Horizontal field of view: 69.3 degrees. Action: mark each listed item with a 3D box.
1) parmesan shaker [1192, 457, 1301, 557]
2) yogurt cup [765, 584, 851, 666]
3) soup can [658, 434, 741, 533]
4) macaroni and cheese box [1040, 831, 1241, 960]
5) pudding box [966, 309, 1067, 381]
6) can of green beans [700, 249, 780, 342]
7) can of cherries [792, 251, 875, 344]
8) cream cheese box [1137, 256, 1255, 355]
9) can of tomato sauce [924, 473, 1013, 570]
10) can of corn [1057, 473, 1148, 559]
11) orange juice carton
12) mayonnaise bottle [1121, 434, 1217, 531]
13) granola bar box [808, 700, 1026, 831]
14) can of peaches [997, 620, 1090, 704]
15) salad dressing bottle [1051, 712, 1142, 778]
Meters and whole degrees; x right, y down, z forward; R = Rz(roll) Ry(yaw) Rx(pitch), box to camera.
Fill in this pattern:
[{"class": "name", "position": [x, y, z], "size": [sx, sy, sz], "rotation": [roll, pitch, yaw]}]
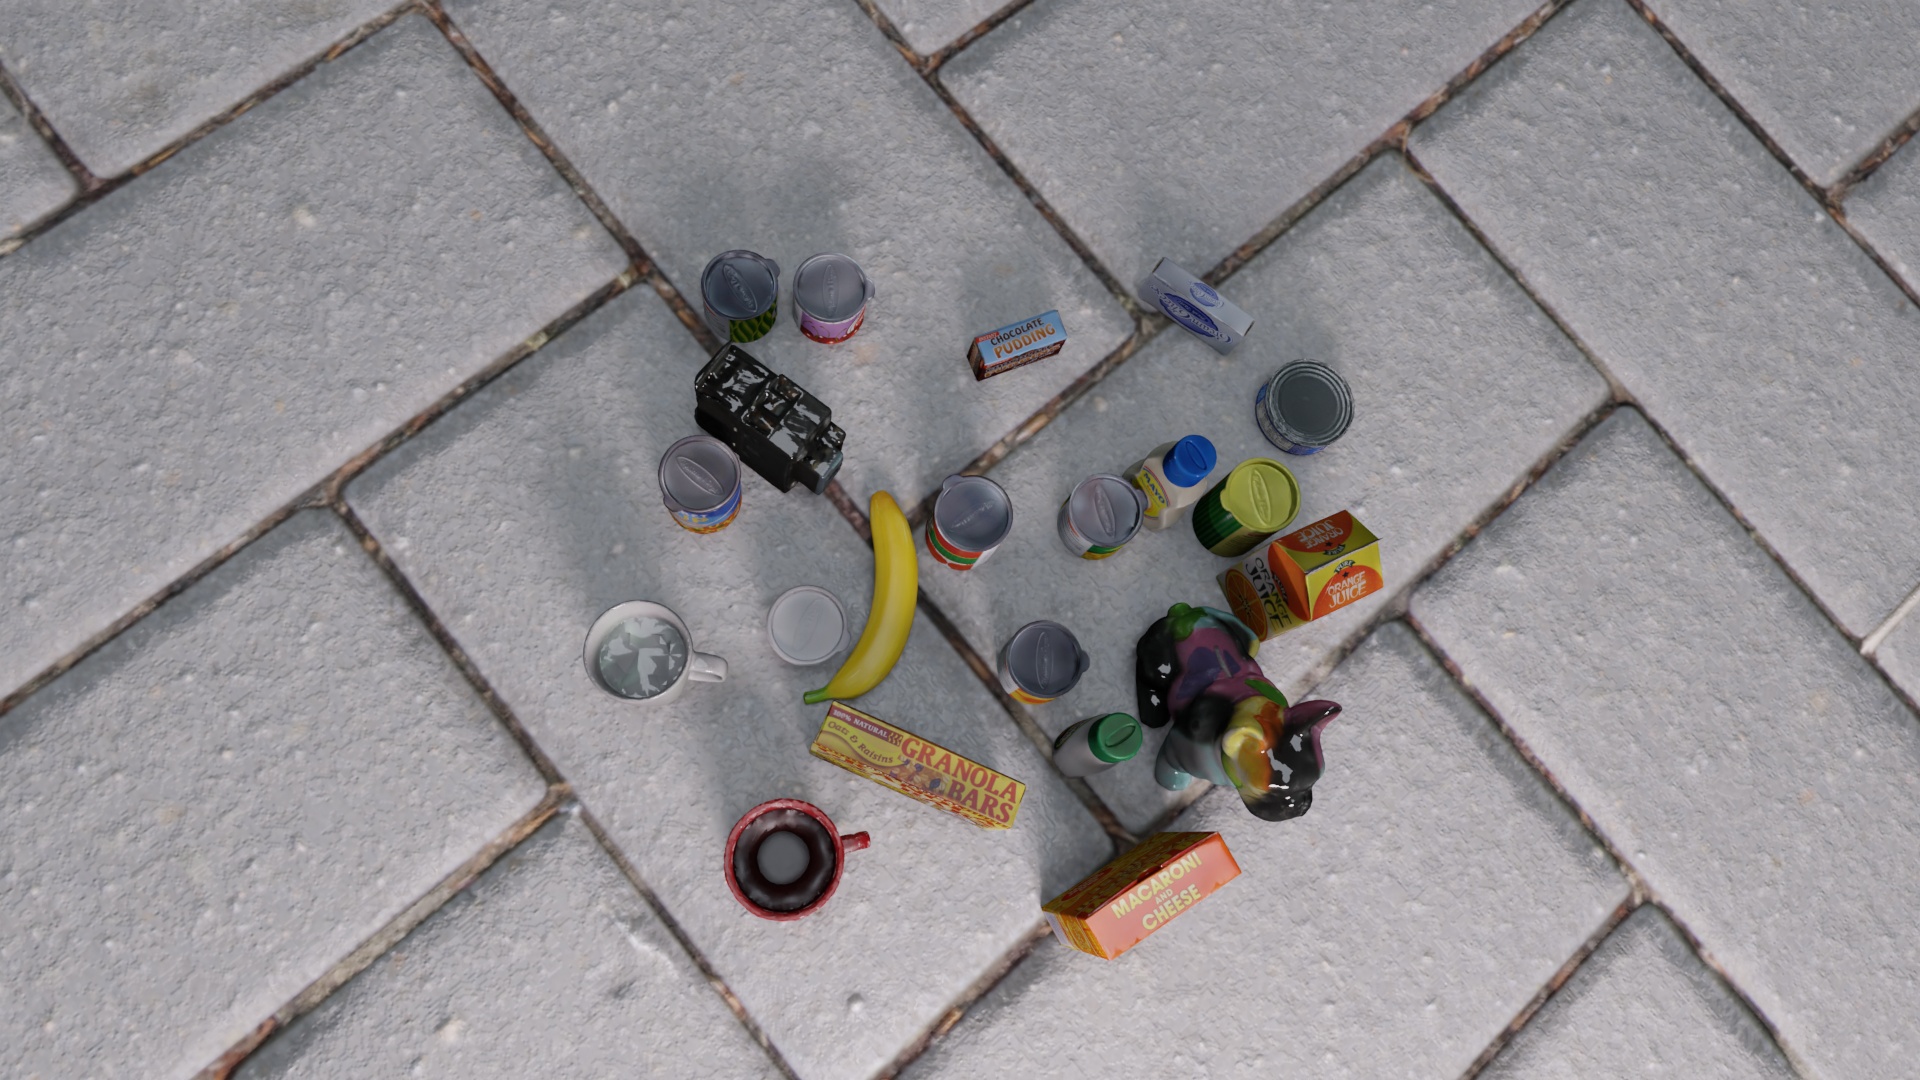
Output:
[{"class": "parmesan shaker", "position": [0.246, -0.027, 1.220], "size": [0.071, 0.103, 0.071], "rotation": [2, 77, -7]}, {"class": "yogurt cup", "position": [-0.129, 0.075, 1.168], "size": [0.072, 0.054, 0.072], "rotation": [2, 77, -7]}, {"class": "soup can", "position": [-0.219, -0.044, 1.168], "size": [0.071, 0.083, 0.071], "rotation": [2, 77, -7]}, {"class": "macaroni and cheese box", "position": [0.138, 0.277, 1.099], "size": [0.124, 0.166, 0.040], "rotation": [-30, 83, -13]}, {"class": "pudding box", "position": [0.051, -0.176, 1.255], "size": [0.084, 0.049, 0.030], "rotation": [-20, 81, -12]}, {"class": "can of green beans", "position": [-0.194, -0.215, 1.226], "size": [0.071, 0.057, 0.071], "rotation": [2, 77, -7]}, {"class": "can of cherries", "position": [-0.114, -0.214, 1.237], "size": [0.071, 0.058, 0.071], "rotation": [2, 77, -7]}, {"class": "cream cheese box", "position": [0.218, -0.216, 1.286], "size": [0.104, 0.053, 0.024], "rotation": [35, 75, 1]}, {"class": "can of tomato sauce", "position": [0.004, -0.015, 1.193], "size": [0.071, 0.083, 0.071], "rotation": [2, 77, -7]}, {"class": "can of corn", "position": [0.125, -0.021, 1.224], "size": [0.071, 0.058, 0.071], "rotation": [2, 77, -7]}, {"class": "orange juice carton", "position": [0.288, 0.031, 1.165], "size": [0.072, 0.192, 0.073], "rotation": [-22, 81, -12]}, {"class": "mayonnaise bottle", "position": [0.180, -0.053, 1.193], "size": [0.041, 0.147, 0.065], "rotation": [-30, 83, -13]}, {"class": "granola bar box", "position": [-0.037, 0.183, 1.119], "size": [0.165, 0.124, 0.039], "rotation": [24, 75, -2]}, {"class": "can of peaches", "position": [0.070, 0.106, 1.187], "size": [0.071, 0.058, 0.071], "rotation": [2, 77, -7]}, {"class": "salad dressing bottle", "position": [0.113, 0.165, 1.132], "size": [0.064, 0.147, 0.044], "rotation": [-31, 83, -13]}]
